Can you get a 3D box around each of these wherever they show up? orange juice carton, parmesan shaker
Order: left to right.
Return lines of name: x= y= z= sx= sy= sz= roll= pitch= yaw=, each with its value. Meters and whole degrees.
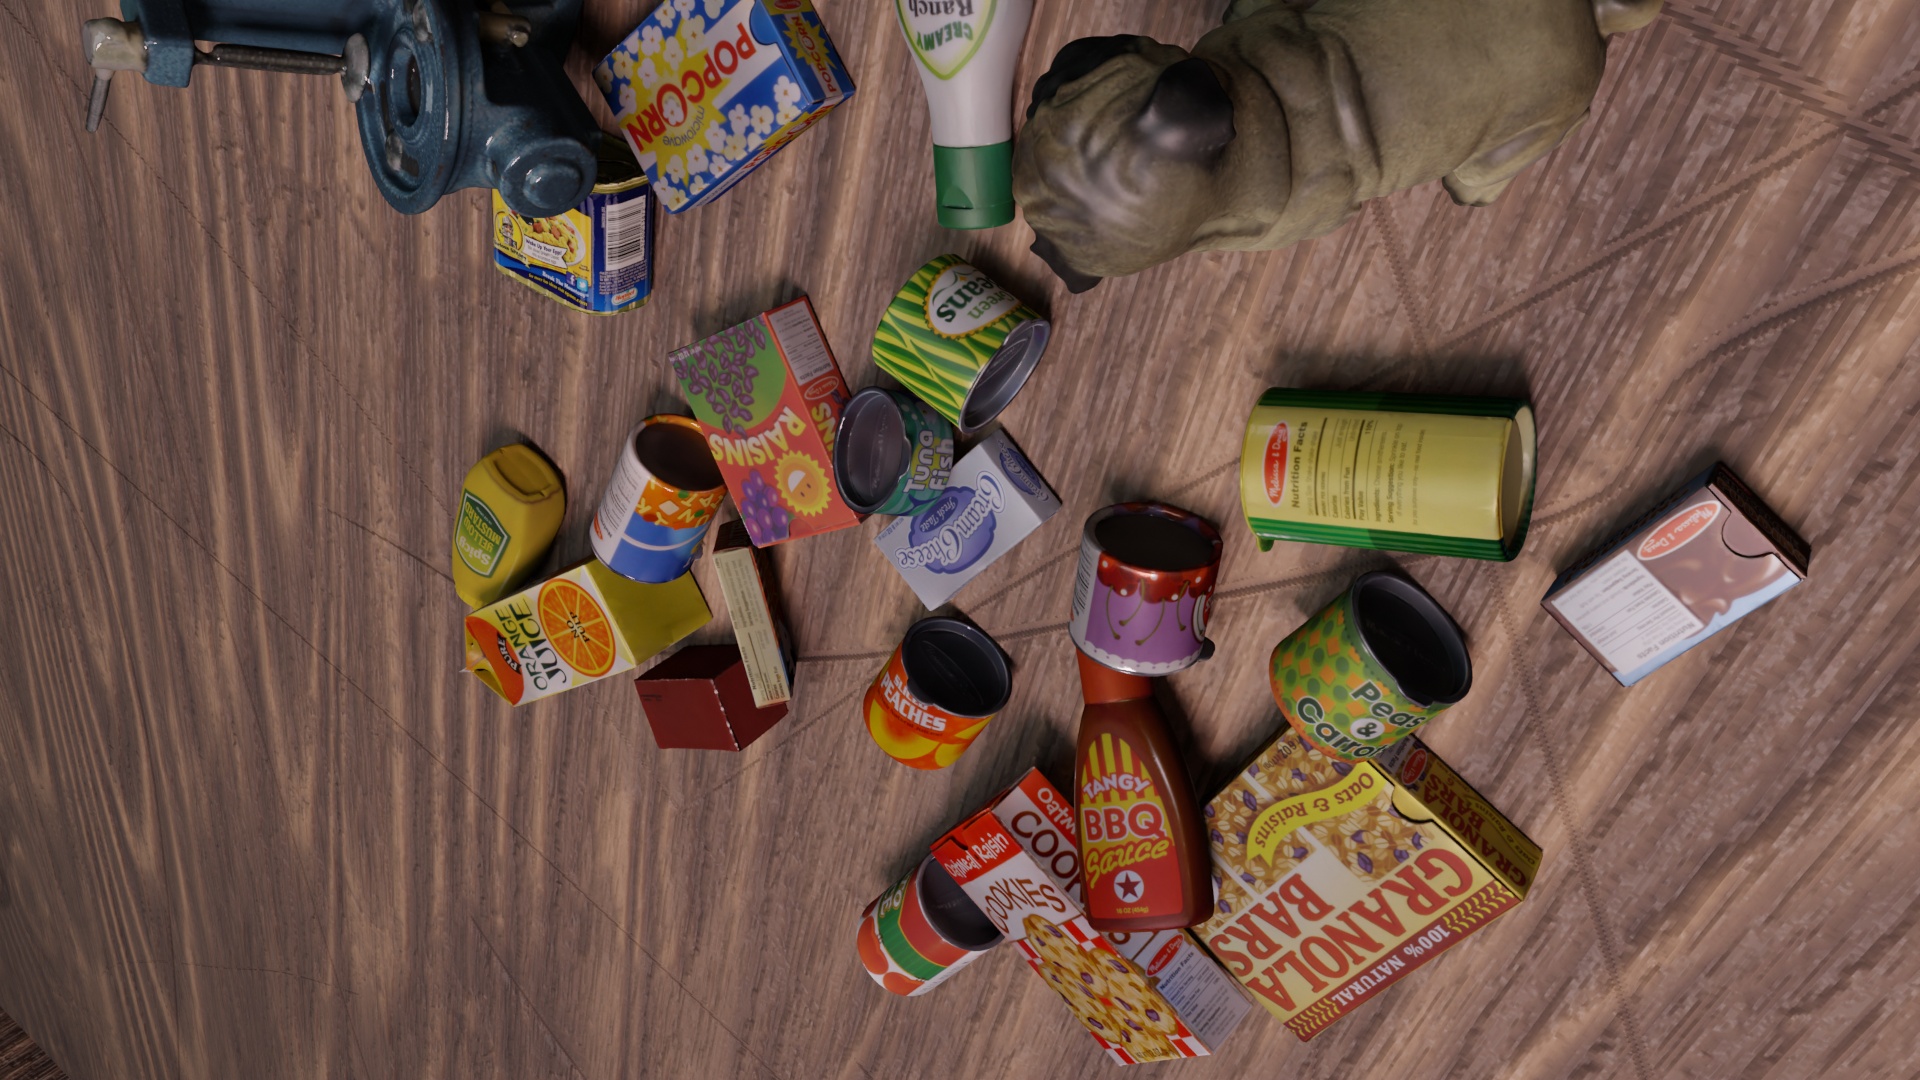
orange juice carton: x=-0.261 y=0.056 z=0.931 sx=0.192 sy=0.072 sz=0.073 roll=-19 pitch=100 yaw=41
parmesan shaker: x=0.175 y=-0.025 z=0.569 sx=0.103 sy=0.071 sz=0.071 roll=7 pitch=117 yaw=33

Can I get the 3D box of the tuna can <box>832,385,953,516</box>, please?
tuna can: x=-0.034 y=-0.045 z=0.717 sx=0.071 sy=0.033 sz=0.071 roll=-6 pitch=82 yaw=51

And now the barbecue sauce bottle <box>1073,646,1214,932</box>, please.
barbecue sauce bottle: x=0.085 y=0.116 z=0.692 sx=0.065 sy=0.044 sz=0.148 roll=-12 pitch=80 yaw=31

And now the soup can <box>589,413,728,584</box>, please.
soup can: x=-0.176 y=-0.025 z=0.833 sx=0.071 sy=0.072 sz=0.083 roll=43 pitch=130 yaw=10

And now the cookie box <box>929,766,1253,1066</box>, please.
cookie box: x=0.065 y=0.211 z=0.766 sx=0.167 sy=0.040 sz=0.122 roll=47 pitch=153 yaw=6

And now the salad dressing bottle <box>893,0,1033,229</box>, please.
salad dressing bottle: x=0.003 y=-0.214 z=0.613 sx=0.064 sy=0.044 sz=0.147 roll=10 pitch=119 yaw=29

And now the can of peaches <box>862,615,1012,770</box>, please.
can of peaches: x=-0.015 y=0.085 z=0.765 sx=0.071 sy=0.071 sz=0.057 roll=44 pitch=132 yaw=10

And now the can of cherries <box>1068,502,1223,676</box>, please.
can of cherries: x=0.090 y=0.022 z=0.659 sx=0.071 sy=0.072 sz=0.058 roll=22 pitch=124 yaw=26

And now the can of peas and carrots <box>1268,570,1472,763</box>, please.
can of peas and carrots: x=0.178 y=0.058 z=0.608 sx=0.071 sy=0.071 sz=0.058 roll=47 pitch=132 yaw=7

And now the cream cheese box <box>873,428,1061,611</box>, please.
cream cheese box: x=0.003 y=-0.009 z=0.734 sx=0.053 sy=0.024 sz=0.103 roll=51 pitch=132 yaw=2

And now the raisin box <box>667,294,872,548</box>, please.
raisin box: x=-0.100 y=-0.063 z=0.771 sx=0.086 sy=0.040 sz=0.123 roll=-14 pitch=105 yaw=39

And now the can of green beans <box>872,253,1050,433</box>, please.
can of green beans: x=0.000 y=-0.094 z=0.663 sx=0.058 sy=0.071 sz=0.071 roll=39 pitch=130 yaw=14

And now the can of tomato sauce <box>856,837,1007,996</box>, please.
can of tomato sauce: x=-0.018 y=0.230 z=0.846 sx=0.071 sy=0.071 sz=0.082 roll=47 pitch=132 yaw=6

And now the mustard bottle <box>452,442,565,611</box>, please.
mustard bottle: x=-0.321 y=0.005 z=0.963 sx=0.065 sy=0.049 sz=0.159 roll=44 pitch=131 yaw=12

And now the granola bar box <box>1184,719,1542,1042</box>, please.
granola bar box: x=0.177 y=0.160 z=0.683 sx=0.124 sy=0.039 sz=0.164 roll=43 pitch=131 yaw=10

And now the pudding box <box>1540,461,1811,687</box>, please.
pudding box: x=0.277 y=0.015 z=0.540 sx=0.050 sy=0.030 sz=0.083 roll=48 pitch=132 yaw=8

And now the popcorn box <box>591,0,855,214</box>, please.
popcorn box: x=-0.122 y=-0.231 z=0.701 sx=0.126 sy=0.038 sz=0.085 roll=-22 pitch=98 yaw=42

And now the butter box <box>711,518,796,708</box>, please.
butter box: x=-0.123 y=0.043 z=0.833 sx=0.024 sy=0.053 sz=0.103 roll=-13 pitch=109 yaw=0
